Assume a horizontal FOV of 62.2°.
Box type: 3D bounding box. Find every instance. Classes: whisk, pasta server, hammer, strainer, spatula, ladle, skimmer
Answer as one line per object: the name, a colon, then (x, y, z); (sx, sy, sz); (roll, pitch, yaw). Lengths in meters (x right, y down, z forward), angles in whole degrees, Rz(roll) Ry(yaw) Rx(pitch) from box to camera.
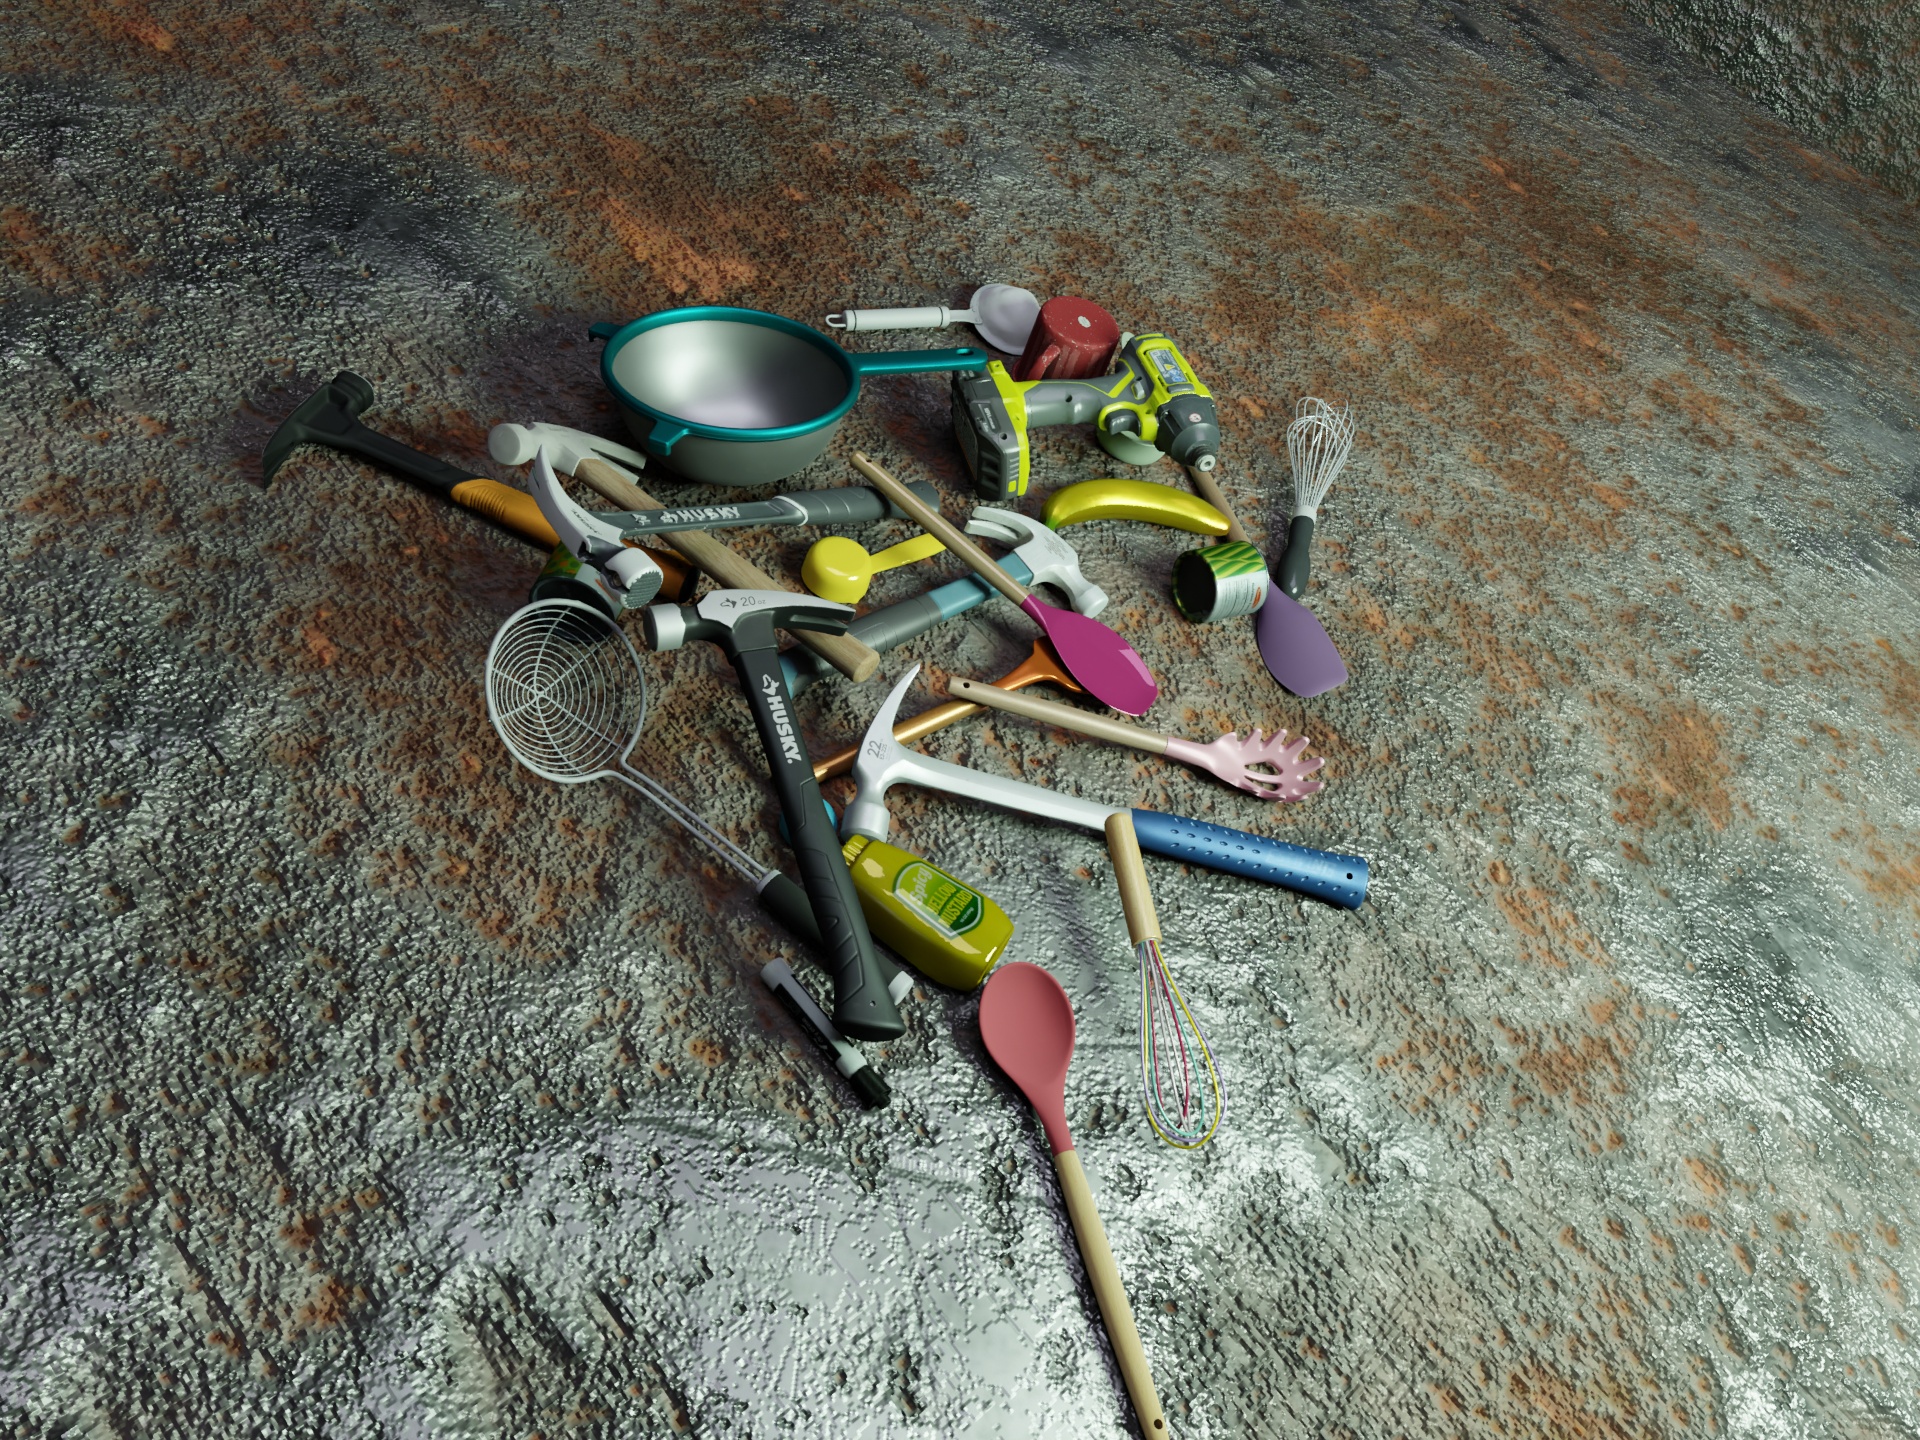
whisk: (0.332, -0.215, 1.523); (0.070, 0.070, 0.285); (22, 51, -2)
pasta server: (0.139, 0.009, 1.250); (0.316, 0.040, 0.060); (15, 62, -16)
hammer: (-0.150, -0.163, 1.227); (0.149, 0.036, 0.409); (43, 31, 22)
strainer: (-0.136, -0.267, 1.354); (0.340, 0.095, 0.211); (-10, 44, -25)
hammer: (-0.101, 0.057, 1.069); (0.146, 0.035, 0.335); (-9, 65, -26)
hammer: (0.117, 0.070, 1.197); (0.405, 0.035, 0.144); (15, 63, -11)
spatula: (0.263, -0.143, 1.452); (0.060, 0.018, 0.316); (-24, 54, 5)
hammer: (-0.199, -0.131, 1.213); (0.331, 0.031, 0.130); (35, 19, 11)
ladle: (0.075, 0.299, 1.007); (0.069, 0.031, 0.316); (-5, 55, -21)
hammer: (-0.033, -0.085, 1.285); (0.331, 0.033, 0.128); (-27, 71, -34)
whisk: (0.130, 0.176, 1.103); (0.051, 0.047, 0.245); (7, 56, -29)
spatula: (-0.002, -0.004, 1.240); (0.322, 0.041, 0.081); (-24, 63, -30)
skimmer: (-0.171, 0.057, 1.077); (0.363, 0.090, 0.127); (37, 48, 12)
hammer: (-0.363, -0.167, 1.235); (0.337, 0.034, 0.127); (23, 46, 0)
strainer: (-0.009, -0.397, 1.560); (0.258, 0.050, 0.087); (-8, 69, -22)

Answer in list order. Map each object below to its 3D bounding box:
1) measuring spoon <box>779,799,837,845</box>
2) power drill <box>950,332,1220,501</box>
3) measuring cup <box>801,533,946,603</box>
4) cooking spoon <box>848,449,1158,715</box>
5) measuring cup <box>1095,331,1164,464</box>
measuring spoon: (-0.120, 0.031, 1.141); (0.042, 0.021, 0.129); (-12, 74, -23)
power drill: (0.114, -0.269, 1.427); (0.223, 0.080, 0.171); (-11, 48, -10)
measuring cup: (-0.062, -0.142, 1.328); (0.156, 0.029, 0.062); (-24, 62, -34)
cooking spoon: (0.033, -0.115, 1.298); (0.319, 0.017, 0.069); (41, 51, 2)
measuring cup: (0.165, -0.313, 1.549); (0.083, 0.038, 0.168); (10, 50, -14)
